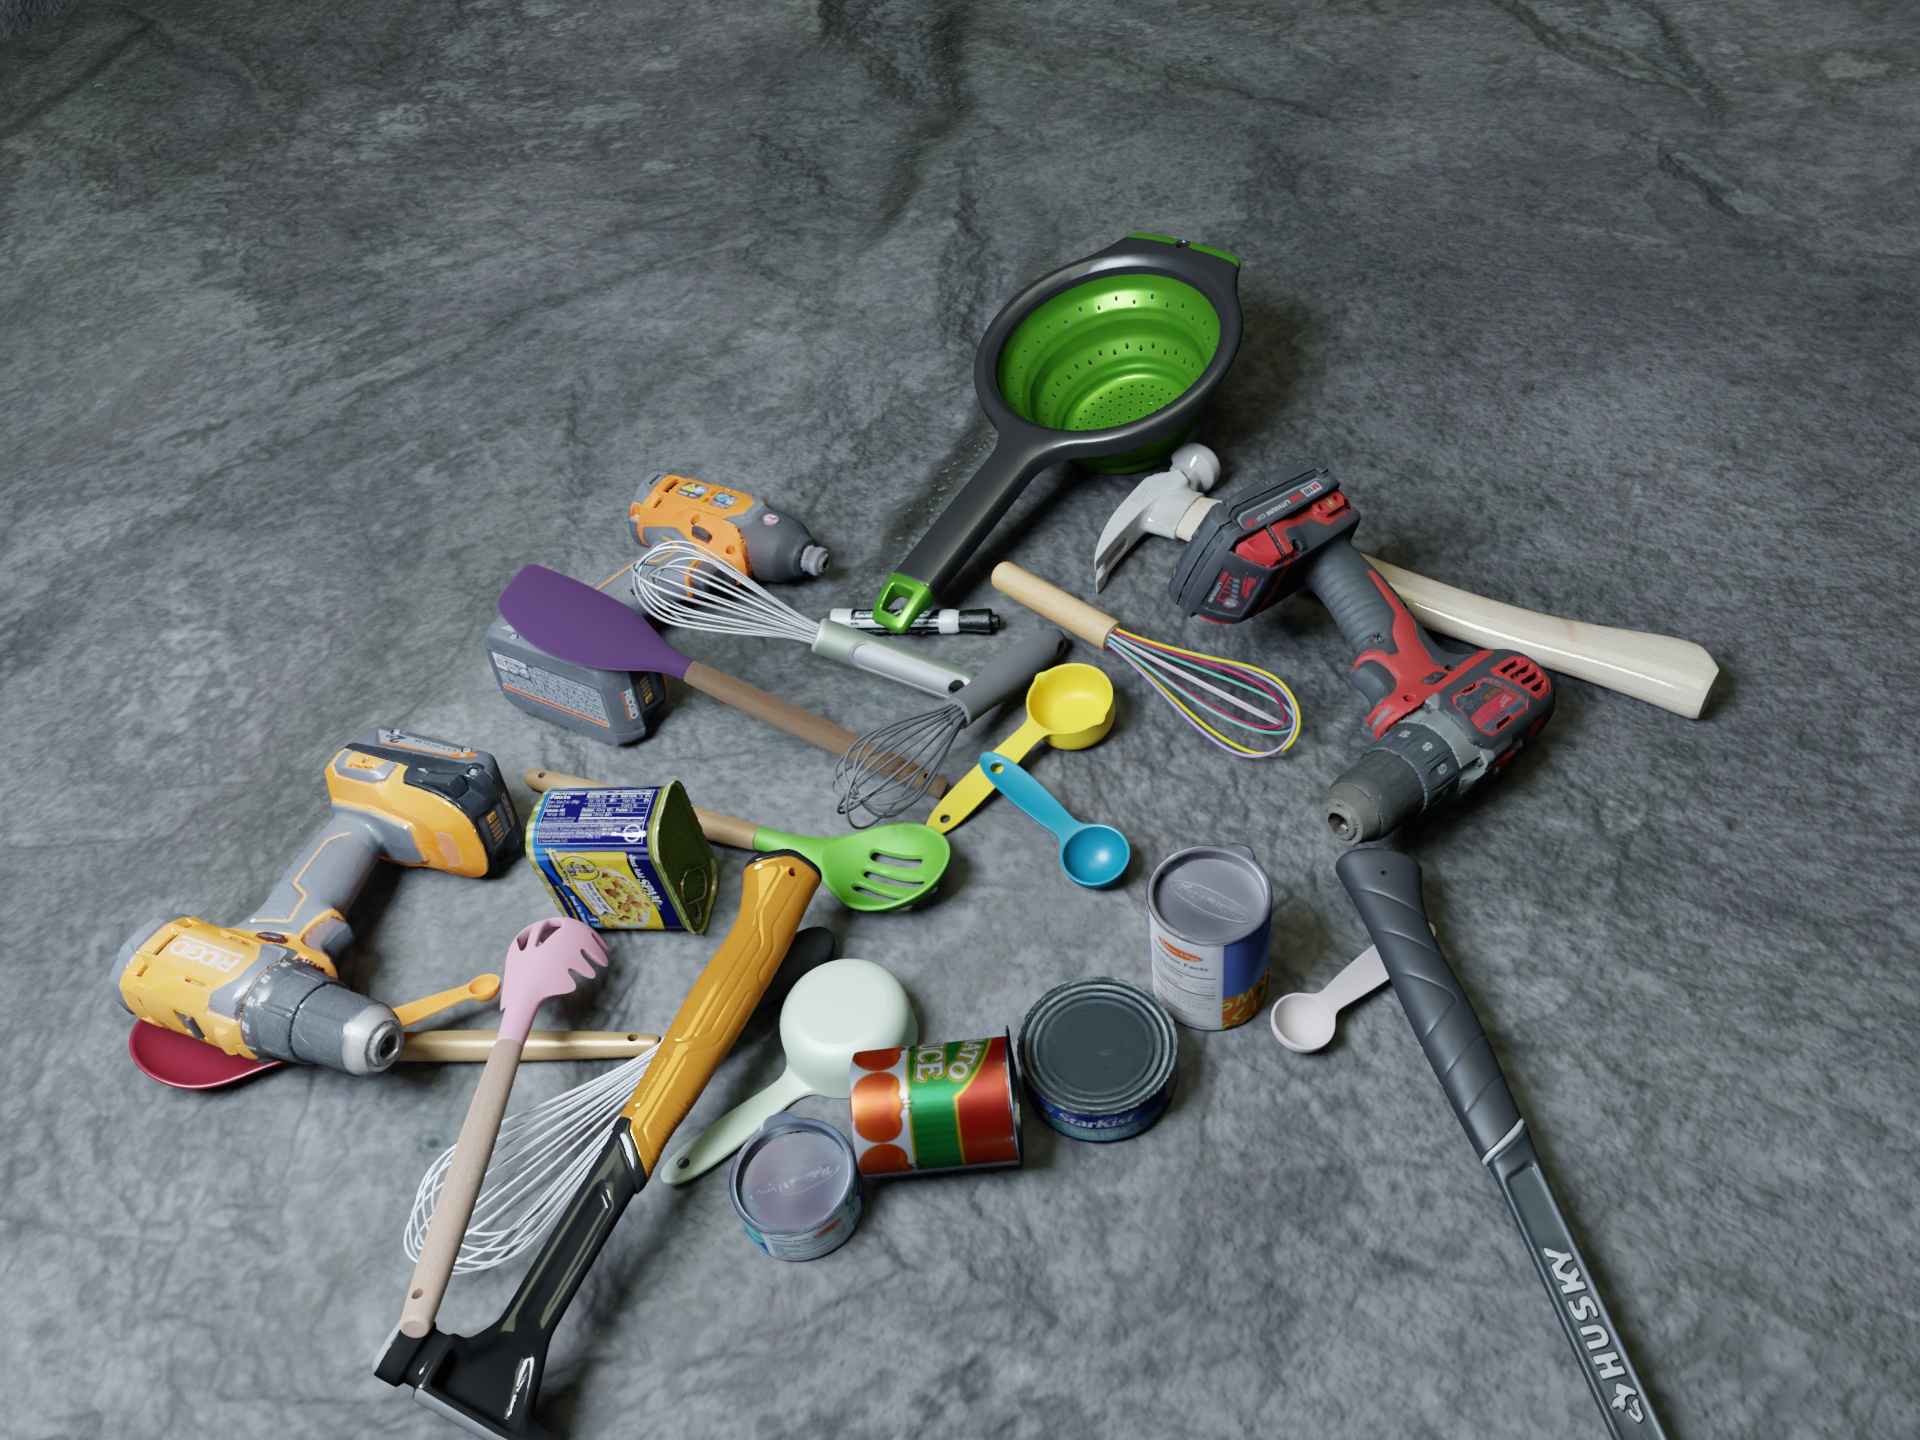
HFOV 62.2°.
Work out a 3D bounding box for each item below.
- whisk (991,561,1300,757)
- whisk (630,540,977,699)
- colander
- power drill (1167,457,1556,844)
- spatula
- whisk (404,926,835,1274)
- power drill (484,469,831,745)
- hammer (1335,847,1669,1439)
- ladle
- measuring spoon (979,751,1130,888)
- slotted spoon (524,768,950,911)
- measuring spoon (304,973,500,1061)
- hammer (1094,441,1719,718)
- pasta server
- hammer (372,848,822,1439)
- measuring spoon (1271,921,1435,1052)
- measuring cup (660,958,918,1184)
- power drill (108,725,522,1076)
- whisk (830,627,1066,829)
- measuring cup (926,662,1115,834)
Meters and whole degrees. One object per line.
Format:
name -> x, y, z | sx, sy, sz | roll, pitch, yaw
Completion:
whisk -> 0.120, -0.049, 1.050 | 0.245, 0.047, 0.051 | 32, 50, 28
whisk -> -0.101, -0.059, 1.058 | 0.246, 0.057, 0.059 | 20, 17, -6
colander -> 0.072, -0.195, 1.189 | 0.205, 0.094, 0.397 | 25, 68, 33
power drill -> 0.230, -0.038, 0.965 | 0.188, 0.080, 0.227 | -30, 69, -32
spatula -> -0.153, -0.020, 1.026 | 0.316, 0.018, 0.060 | 24, 57, 3
whisk -> -0.178, 0.198, 0.872 | 0.070, 0.070, 0.284 | 32, 53, 33
power drill -> -0.207, -0.087, 1.134 | 0.164, 0.084, 0.226 | 19, 49, 23
hammer -> 0.267, 0.225, 0.772 | 0.149, 0.036, 0.409 | -14, 47, -2
ladle -> -0.328, 0.188, 0.926 | 0.315, 0.031, 0.069 | -1, 42, 6
measuring spoon -> 0.055, 0.061, 0.980 | 0.042, 0.021, 0.129 | -38, 54, -15
slotted spoon -> -0.149, 0.068, 1.011 | 0.314, 0.031, 0.070 | 12, 50, 23
measuring spoon -> -0.322, 0.175, 0.918 | 0.117, 0.011, 0.021 | -21, 32, -15
hammer -> 0.289, -0.081, 1.070 | 0.411, 0.038, 0.146 | 24, 56, 28
pasta server -> -0.237, 0.194, 0.825 | 0.060, 0.040, 0.316 | -16, 27, 6
hammer -> -0.151, 0.207, 0.823 | 0.127, 0.034, 0.337 | 30, 55, -2
measuring spoon -> 0.219, 0.147, 0.881 | 0.124, 0.018, 0.034 | -29, 57, -26
measuring cup -> -0.098, 0.192, 0.872 | 0.167, 0.038, 0.083 | -35, 50, -24
power drill -> -0.358, 0.110, 0.949 | 0.185, 0.084, 0.226 | 12, 43, 23
whisk -> -0.001, -0.002, 1.020 | 0.055, 0.055, 0.239 | 24, 41, 29
measuring cup -> 0.038, 0.026, 1.026 | 0.156, 0.029, 0.062 | -43, 54, -13
